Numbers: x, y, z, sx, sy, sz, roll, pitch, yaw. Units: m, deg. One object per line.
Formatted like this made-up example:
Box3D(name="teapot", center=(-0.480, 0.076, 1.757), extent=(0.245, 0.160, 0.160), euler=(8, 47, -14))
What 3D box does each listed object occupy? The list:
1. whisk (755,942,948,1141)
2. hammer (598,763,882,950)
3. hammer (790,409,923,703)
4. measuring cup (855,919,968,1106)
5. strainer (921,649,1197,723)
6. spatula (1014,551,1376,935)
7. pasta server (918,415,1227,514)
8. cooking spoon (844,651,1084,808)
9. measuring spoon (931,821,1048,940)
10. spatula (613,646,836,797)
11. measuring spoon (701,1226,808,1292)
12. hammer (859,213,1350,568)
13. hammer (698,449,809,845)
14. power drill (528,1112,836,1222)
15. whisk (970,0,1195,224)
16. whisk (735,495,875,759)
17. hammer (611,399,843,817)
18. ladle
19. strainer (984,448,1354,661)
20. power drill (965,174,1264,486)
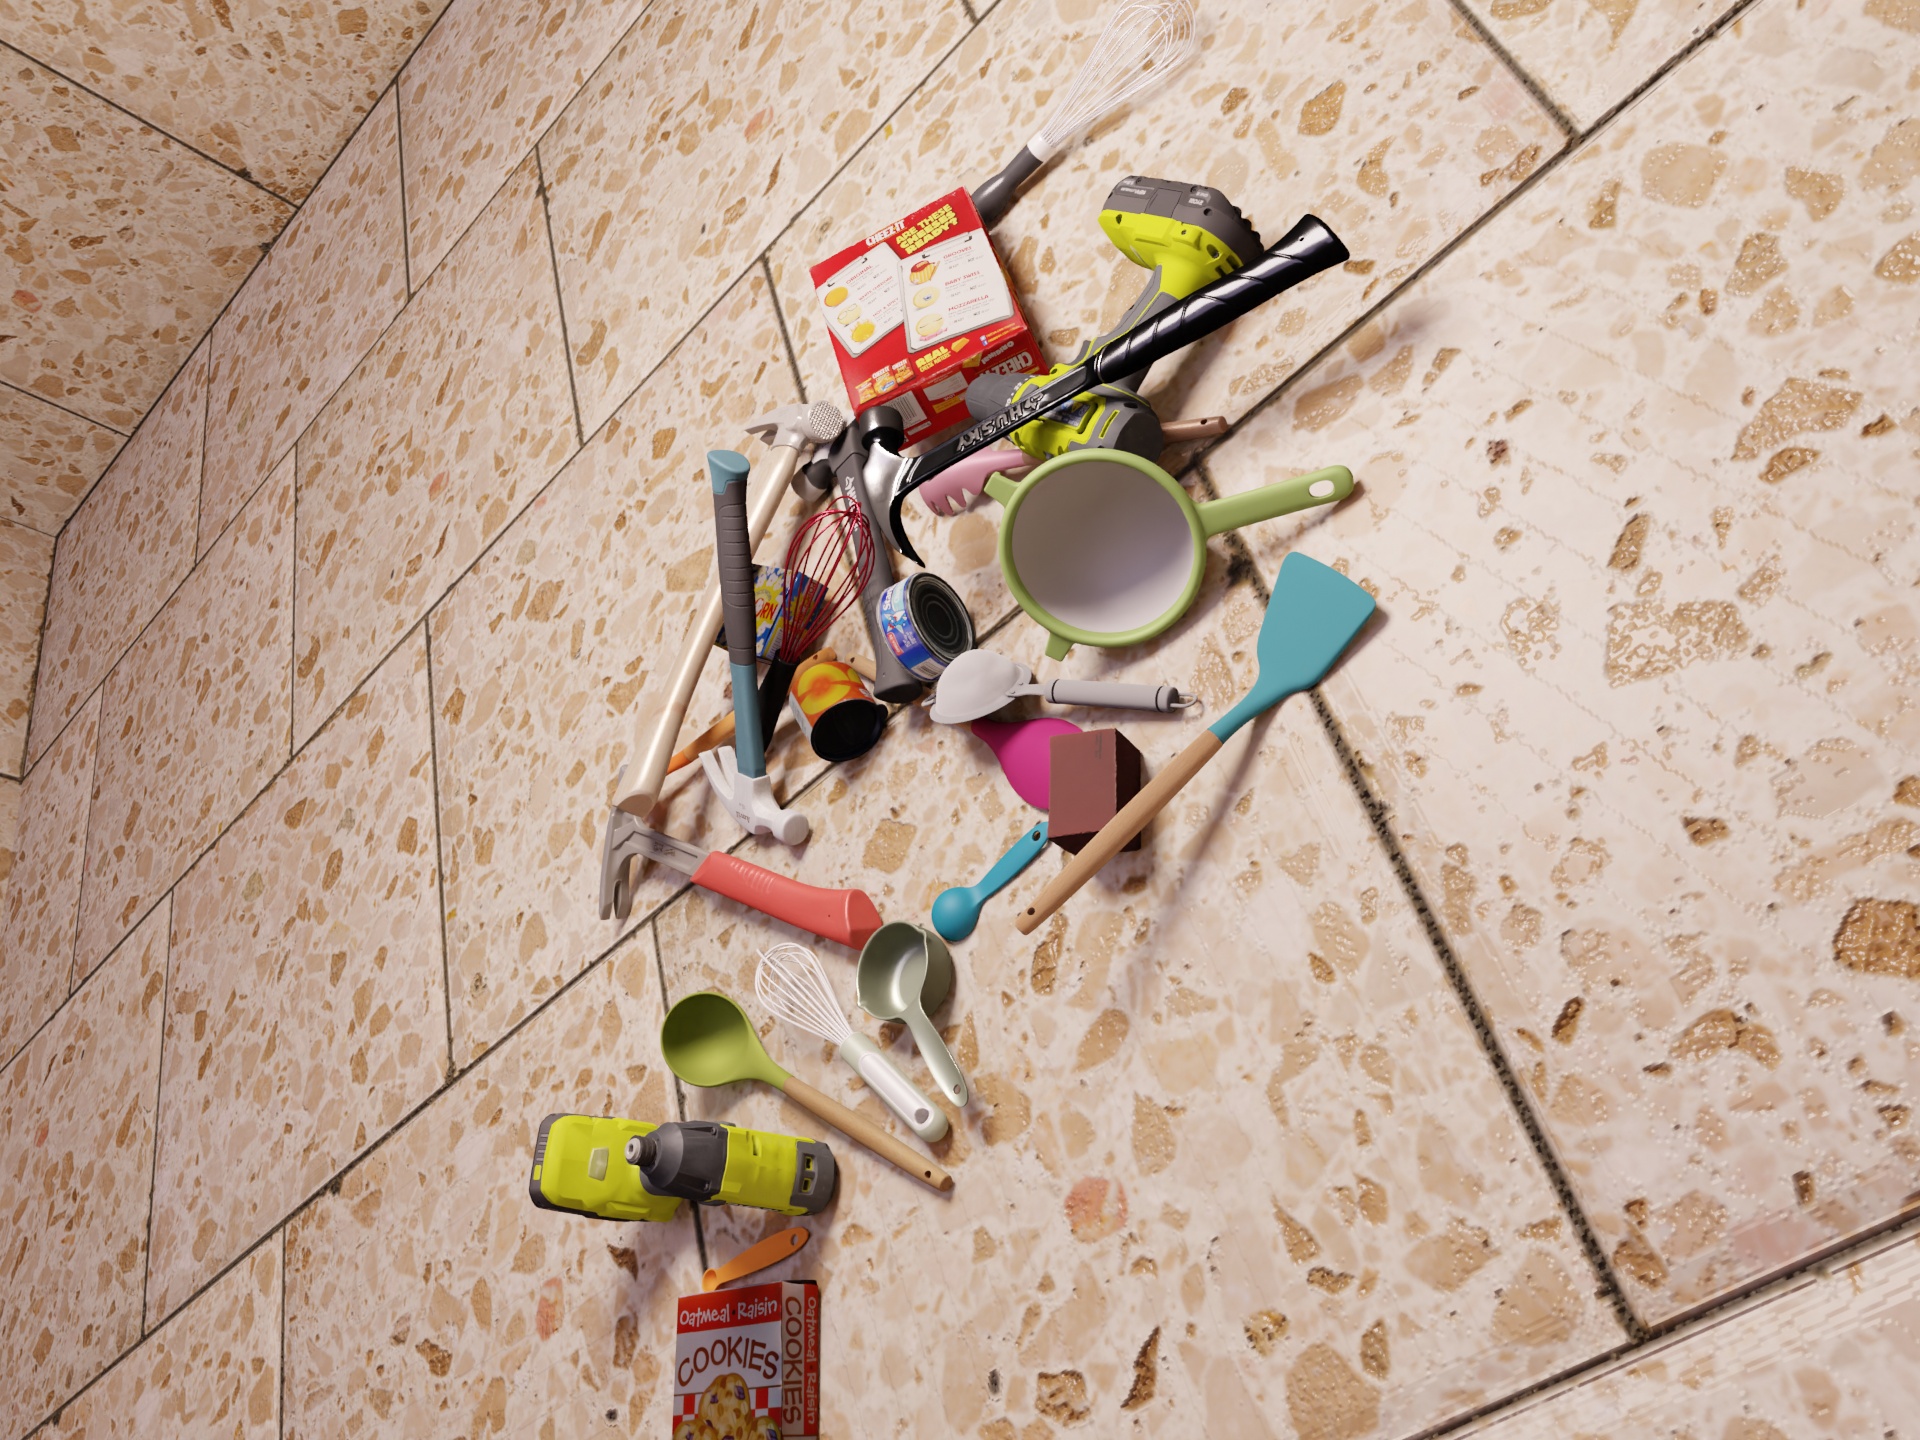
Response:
Box3D(name="whisk", center=(-0.088, 0.245, 1.224), extent=(0.058, 0.059, 0.247), euler=(-48, 47, -7))
Box3D(name="hammer", center=(-0.201, 0.145, 1.379), extent=(0.359, 0.036, 0.149), euler=(14, 98, 44))
Box3D(name="hammer", center=(-0.074, -0.148, 1.386), extent=(0.146, 0.035, 0.335), euler=(-41, 44, 29))
Box3D(name="measuring cup", center=(-0.022, 0.221, 1.176), extent=(0.083, 0.038, 0.168), euler=(-49, 46, 17))
Box3D(name="strainer", center=(0.065, -0.025, 1.194), extent=(0.258, 0.050, 0.087), euler=(5, 38, 38))
Box3D(name="spatula", center=(0.147, 0.023, 1.060), extent=(0.317, 0.044, 0.082), euler=(-45, 49, -5))
Box3D(name="pasta server", center=(0.080, -0.215, 1.290), extent=(0.316, 0.040, 0.060), euler=(-2, 70, 40))
Box3D(name="cooking spoon", center=(-0.002, -0.004, 1.275), extent=(0.319, 0.017, 0.069), euler=(27, 90, 48))
Box3D(name="measuring spoon", center=(0.020, 0.116, 1.192), extent=(0.128, 0.021, 0.042), euler=(-46, 46, 22))
Box3D(name="spatula", center=(-0.231, 0.023, 1.492), extent=(0.322, 0.041, 0.081), euler=(-34, 51, 25))
Box3D(name="measuring spoon", center=(-0.159, 0.421, 1.240), extent=(0.117, 0.011, 0.021), euler=(-33, 50, 25))
Box3D(name="hammer", center=(0.091, -0.247, 1.155), extent=(0.409, 0.036, 0.149), euler=(-24, 58, 30))
Box3D(name="hammer", center=(-0.186, -0.064, 1.359), extent=(0.128, 0.033, 0.331), euler=(17, 115, 48))
Box3D(name="power drill", center=(-0.229, 0.343, 1.229), extent=(0.223, 0.171, 0.080), euler=(-16, 60, 43))
Box3D(name="whisk", center=(0.095, -0.530, 1.406), extent=(0.284, 0.070, 0.070), euler=(-38, 48, 33))
Box3D(name="whisk", center=(-0.143, -0.069, 1.371), extent=(0.295, 0.073, 0.073), euler=(-62, 38, 34))
Box3D(name="hammer", center=(-0.230, -0.106, 1.469), extent=(0.146, 0.038, 0.411), euler=(3, 68, 57))
Box3D(name="ladle", center=(-0.125, 0.291, 1.233), extent=(0.320, 0.062, 0.078), euler=(18, 85, 45))
Box3D(name="strainer", center=(0.155, -0.146, 1.145), extent=(0.256, 0.151, 0.069), euler=(-14, 22, 19))
Box3D(name="power drill", center=(0.113, -0.302, 1.237), extent=(0.191, 0.080, 0.228), euler=(30, 88, 45))
